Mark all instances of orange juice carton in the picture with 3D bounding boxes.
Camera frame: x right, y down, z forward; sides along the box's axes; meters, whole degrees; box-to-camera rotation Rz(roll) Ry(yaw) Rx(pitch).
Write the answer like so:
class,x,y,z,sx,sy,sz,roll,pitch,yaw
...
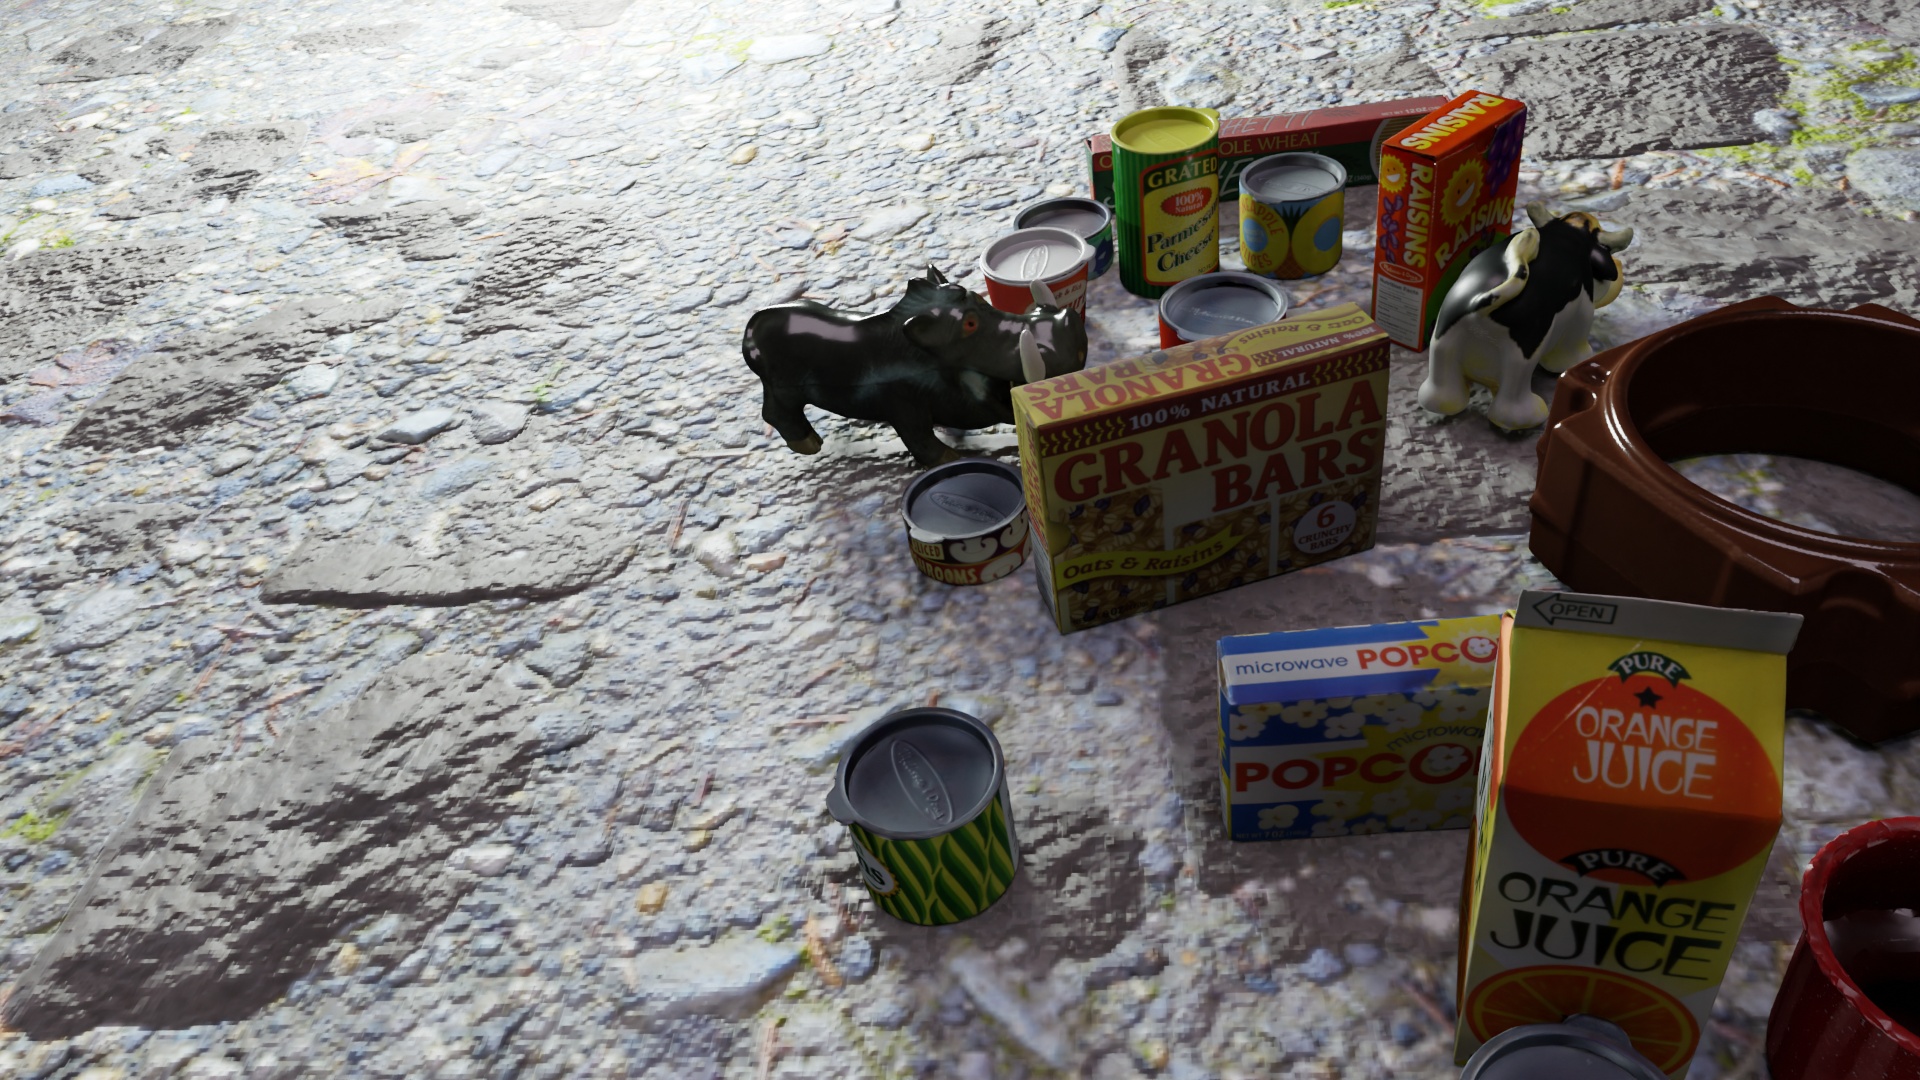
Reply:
class,x,y,z,sx,sy,sz,roll,pitch,yaw
orange juice carton,0.200,0.089,0.432,0.072,0.191,0.073,5,42,18

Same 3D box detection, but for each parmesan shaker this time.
class,x,y,z,sx,sy,sz,roll,pitch,yaw
parmesan shaker,0.133,-0.213,0.878,0.071,0.102,0.072,-6,39,5

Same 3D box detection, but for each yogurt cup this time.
class,x,y,z,sx,sy,sz,roll,pitch,yaw
yogurt cup,0.048,-0.156,0.865,0.072,0.053,0.073,-6,39,5

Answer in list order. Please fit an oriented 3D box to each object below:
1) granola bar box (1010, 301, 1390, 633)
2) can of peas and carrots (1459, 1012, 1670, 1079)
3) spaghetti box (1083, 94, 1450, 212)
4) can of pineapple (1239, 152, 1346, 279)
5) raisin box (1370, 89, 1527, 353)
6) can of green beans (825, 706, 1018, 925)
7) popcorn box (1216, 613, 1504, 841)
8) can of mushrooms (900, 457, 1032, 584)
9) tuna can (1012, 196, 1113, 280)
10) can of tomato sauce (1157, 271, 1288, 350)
class,x,y,z,sx,sy,sz,roll,pitch,yaw
granola bar box,0.114,-0.032,0.648,0.166,0.123,0.039,-15,40,-7
can of peas and carrots,0.182,0.189,0.420,0.071,0.058,0.071,-6,39,5
spaghetti box,0.213,-0.269,0.970,0.250,0.050,0.029,-5,40,5
can of pineapple,0.211,-0.207,0.891,0.071,0.057,0.071,-6,39,5
raisin box,0.278,-0.182,0.796,0.086,0.122,0.040,-33,45,-26
can of green beans,-0.012,0.110,0.555,0.071,0.057,0.071,-6,39,5
popcorn box,0.164,0.074,0.541,0.127,0.084,0.038,-5,40,5
can of mushrooms,0.003,-0.009,0.714,0.071,0.033,0.071,-6,40,5
tuna can,0.068,-0.199,0.930,0.071,0.032,0.071,-6,40,5
can of tomato sauce,0.141,-0.090,0.745,0.071,0.082,0.071,-6,39,5
